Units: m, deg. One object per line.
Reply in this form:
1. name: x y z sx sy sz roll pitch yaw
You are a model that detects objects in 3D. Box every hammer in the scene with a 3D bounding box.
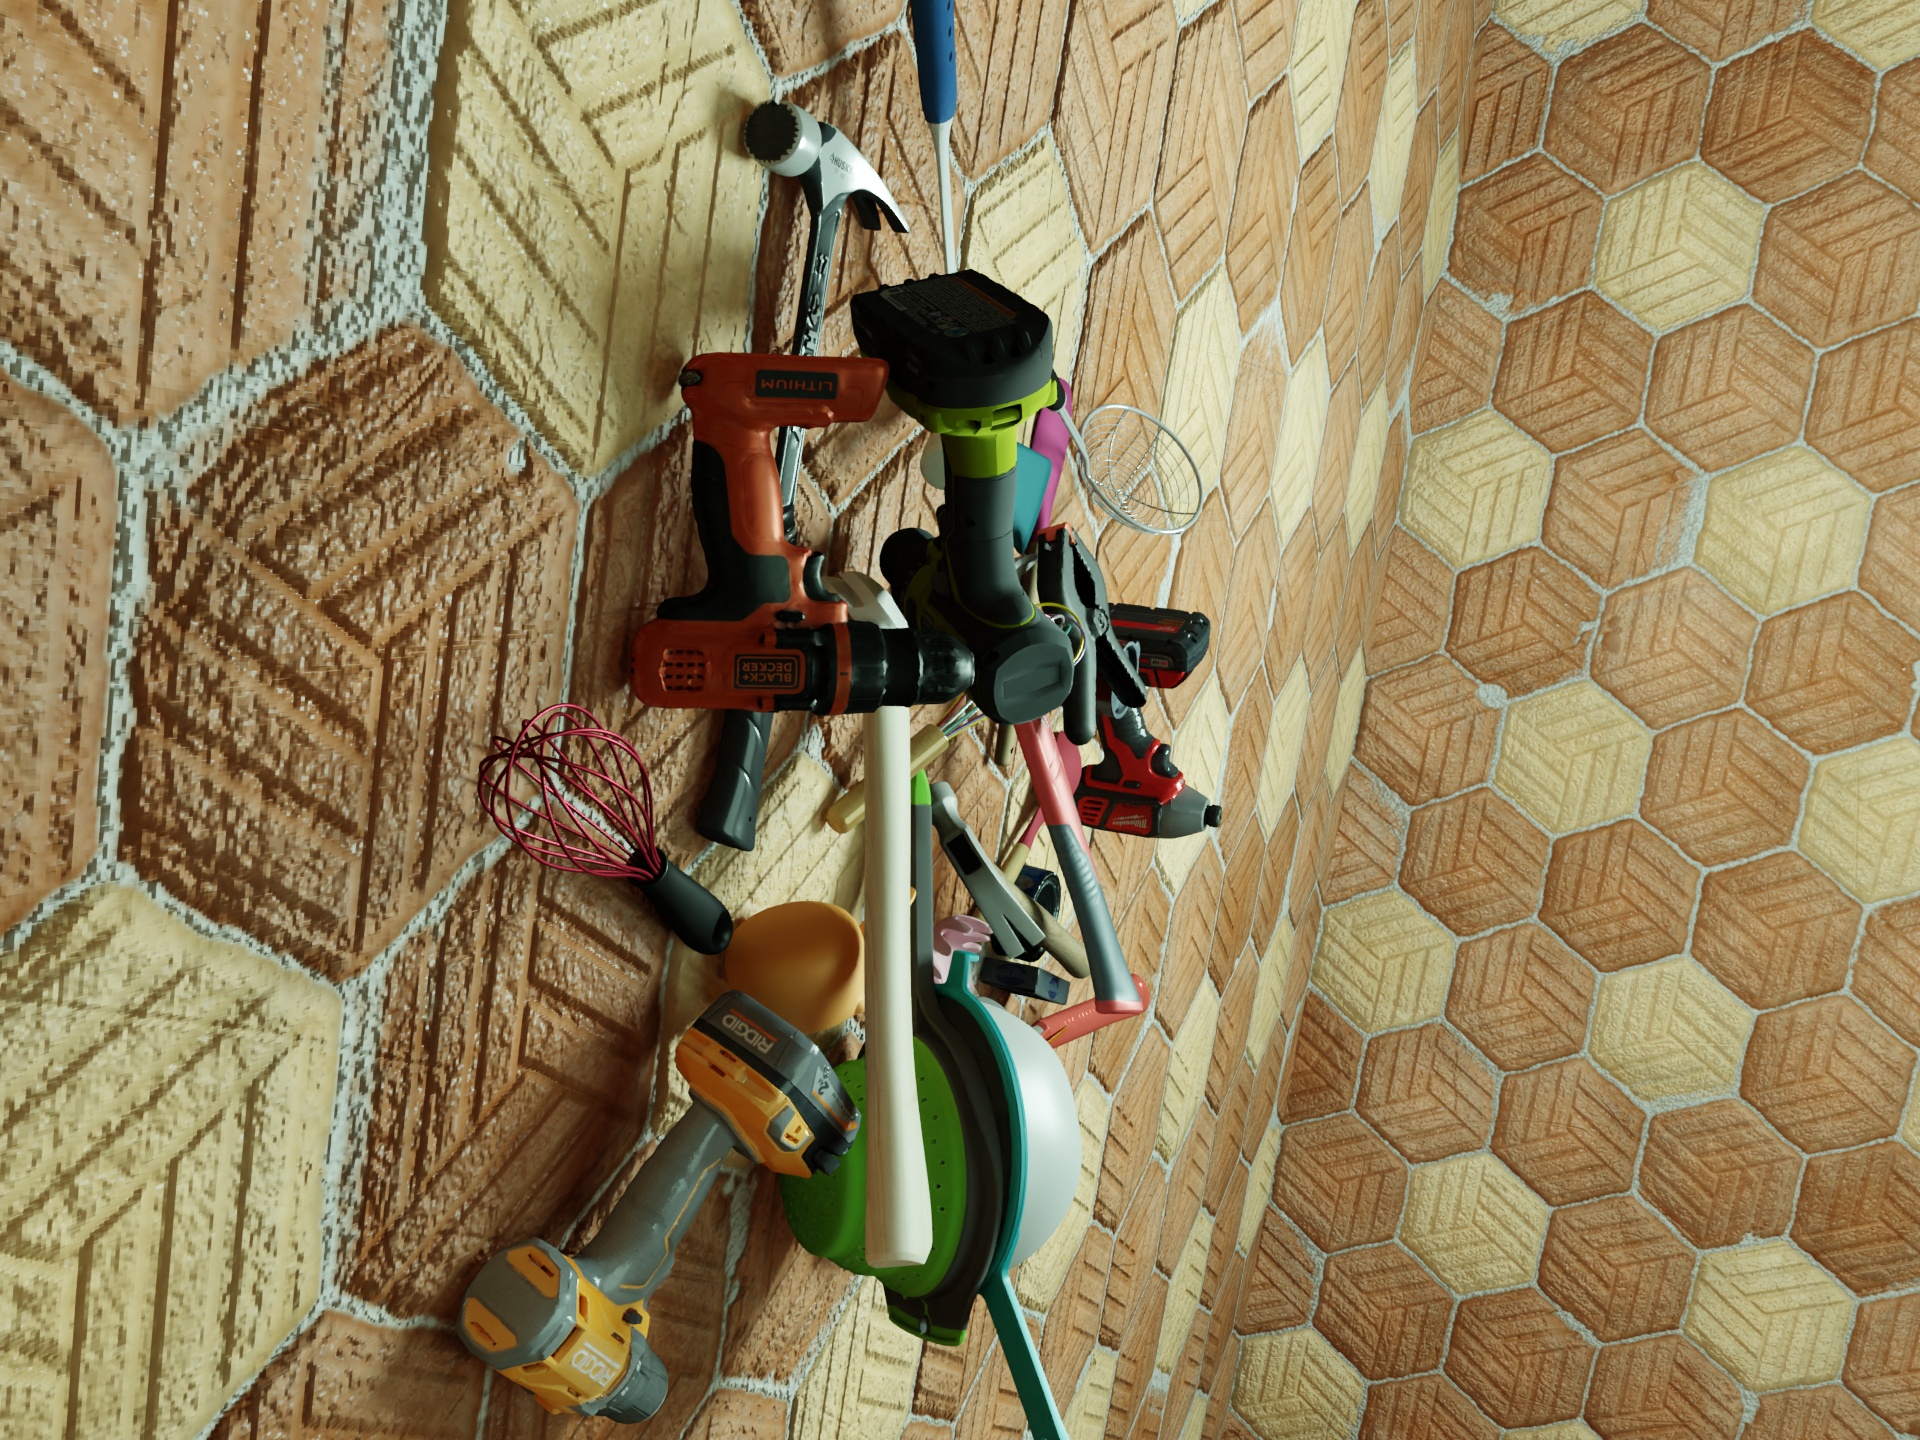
1. hammer: -0.101 -0.124 0.907 0.149 0.036 0.409 -7 108 -67
2. hammer: 0.083 0.060 1.266 0.143 0.038 0.386 -46 122 -55
3. hammer: 0.073 0.284 1.403 0.359 0.037 0.149 -2 124 -60
4. hammer: 0.055 0.159 1.292 0.031 0.130 0.331 -33 151 4
5. hammer: -0.048 0.109 0.951 0.146 0.038 0.411 49 34 -58
6. hammer: -0.012 -0.344 0.930 0.144 0.035 0.405 -78 167 -49

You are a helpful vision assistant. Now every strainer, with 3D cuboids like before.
1. strainer: 0.043 0.337 1.079 0.095 0.341 0.211 3 136 -30

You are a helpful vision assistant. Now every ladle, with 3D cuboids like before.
1. ladle: 0.042 0.129 1.376 0.315 0.031 0.069 -58 151 -36

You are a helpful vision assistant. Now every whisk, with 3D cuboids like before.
1. whisk: -0.169 0.070 0.821 0.295 0.073 0.073 68 40 -63
2. whisk: -0.003 -0.005 1.111 0.245 0.051 0.047 -40 117 -24

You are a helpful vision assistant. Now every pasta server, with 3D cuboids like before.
1. pasta server: 0.015 0.237 1.309 0.060 0.040 0.315 -46 150 -17

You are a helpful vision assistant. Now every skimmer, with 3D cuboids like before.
1. skimmer: 0.112 -0.236 1.217 0.363 0.090 0.127 34 35 -69

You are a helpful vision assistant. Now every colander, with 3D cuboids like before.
1. colander: -0.064 0.220 1.088 0.094 0.204 0.397 4 79 -29

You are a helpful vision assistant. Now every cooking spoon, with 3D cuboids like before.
1. cooking spoon: 0.059 -0.120 1.299 0.068 0.017 0.319 -1 101 -66

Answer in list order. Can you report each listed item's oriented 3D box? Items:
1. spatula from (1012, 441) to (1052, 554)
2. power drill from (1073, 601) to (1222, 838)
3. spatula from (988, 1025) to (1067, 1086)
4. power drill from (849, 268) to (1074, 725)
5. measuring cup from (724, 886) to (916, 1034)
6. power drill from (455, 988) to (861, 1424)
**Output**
1. spatula: 0.041 -0.206 1.117 0.317 0.044 0.082 88 20 -78
2. power drill: 0.174 0.009 1.476 0.078 0.143 0.219 -46 140 -55
3. spatula: 0.009 0.364 1.299 0.081 0.041 0.322 -26 142 -46
4. power drill: -0.005 -0.132 0.914 0.080 0.191 0.228 -18 126 -18
5. measuring cup: -0.079 0.130 1.004 0.173 0.095 0.052 -40 128 -50
6. power drill: -0.156 0.284 0.889 0.226 0.084 0.185 -49 147 -22
